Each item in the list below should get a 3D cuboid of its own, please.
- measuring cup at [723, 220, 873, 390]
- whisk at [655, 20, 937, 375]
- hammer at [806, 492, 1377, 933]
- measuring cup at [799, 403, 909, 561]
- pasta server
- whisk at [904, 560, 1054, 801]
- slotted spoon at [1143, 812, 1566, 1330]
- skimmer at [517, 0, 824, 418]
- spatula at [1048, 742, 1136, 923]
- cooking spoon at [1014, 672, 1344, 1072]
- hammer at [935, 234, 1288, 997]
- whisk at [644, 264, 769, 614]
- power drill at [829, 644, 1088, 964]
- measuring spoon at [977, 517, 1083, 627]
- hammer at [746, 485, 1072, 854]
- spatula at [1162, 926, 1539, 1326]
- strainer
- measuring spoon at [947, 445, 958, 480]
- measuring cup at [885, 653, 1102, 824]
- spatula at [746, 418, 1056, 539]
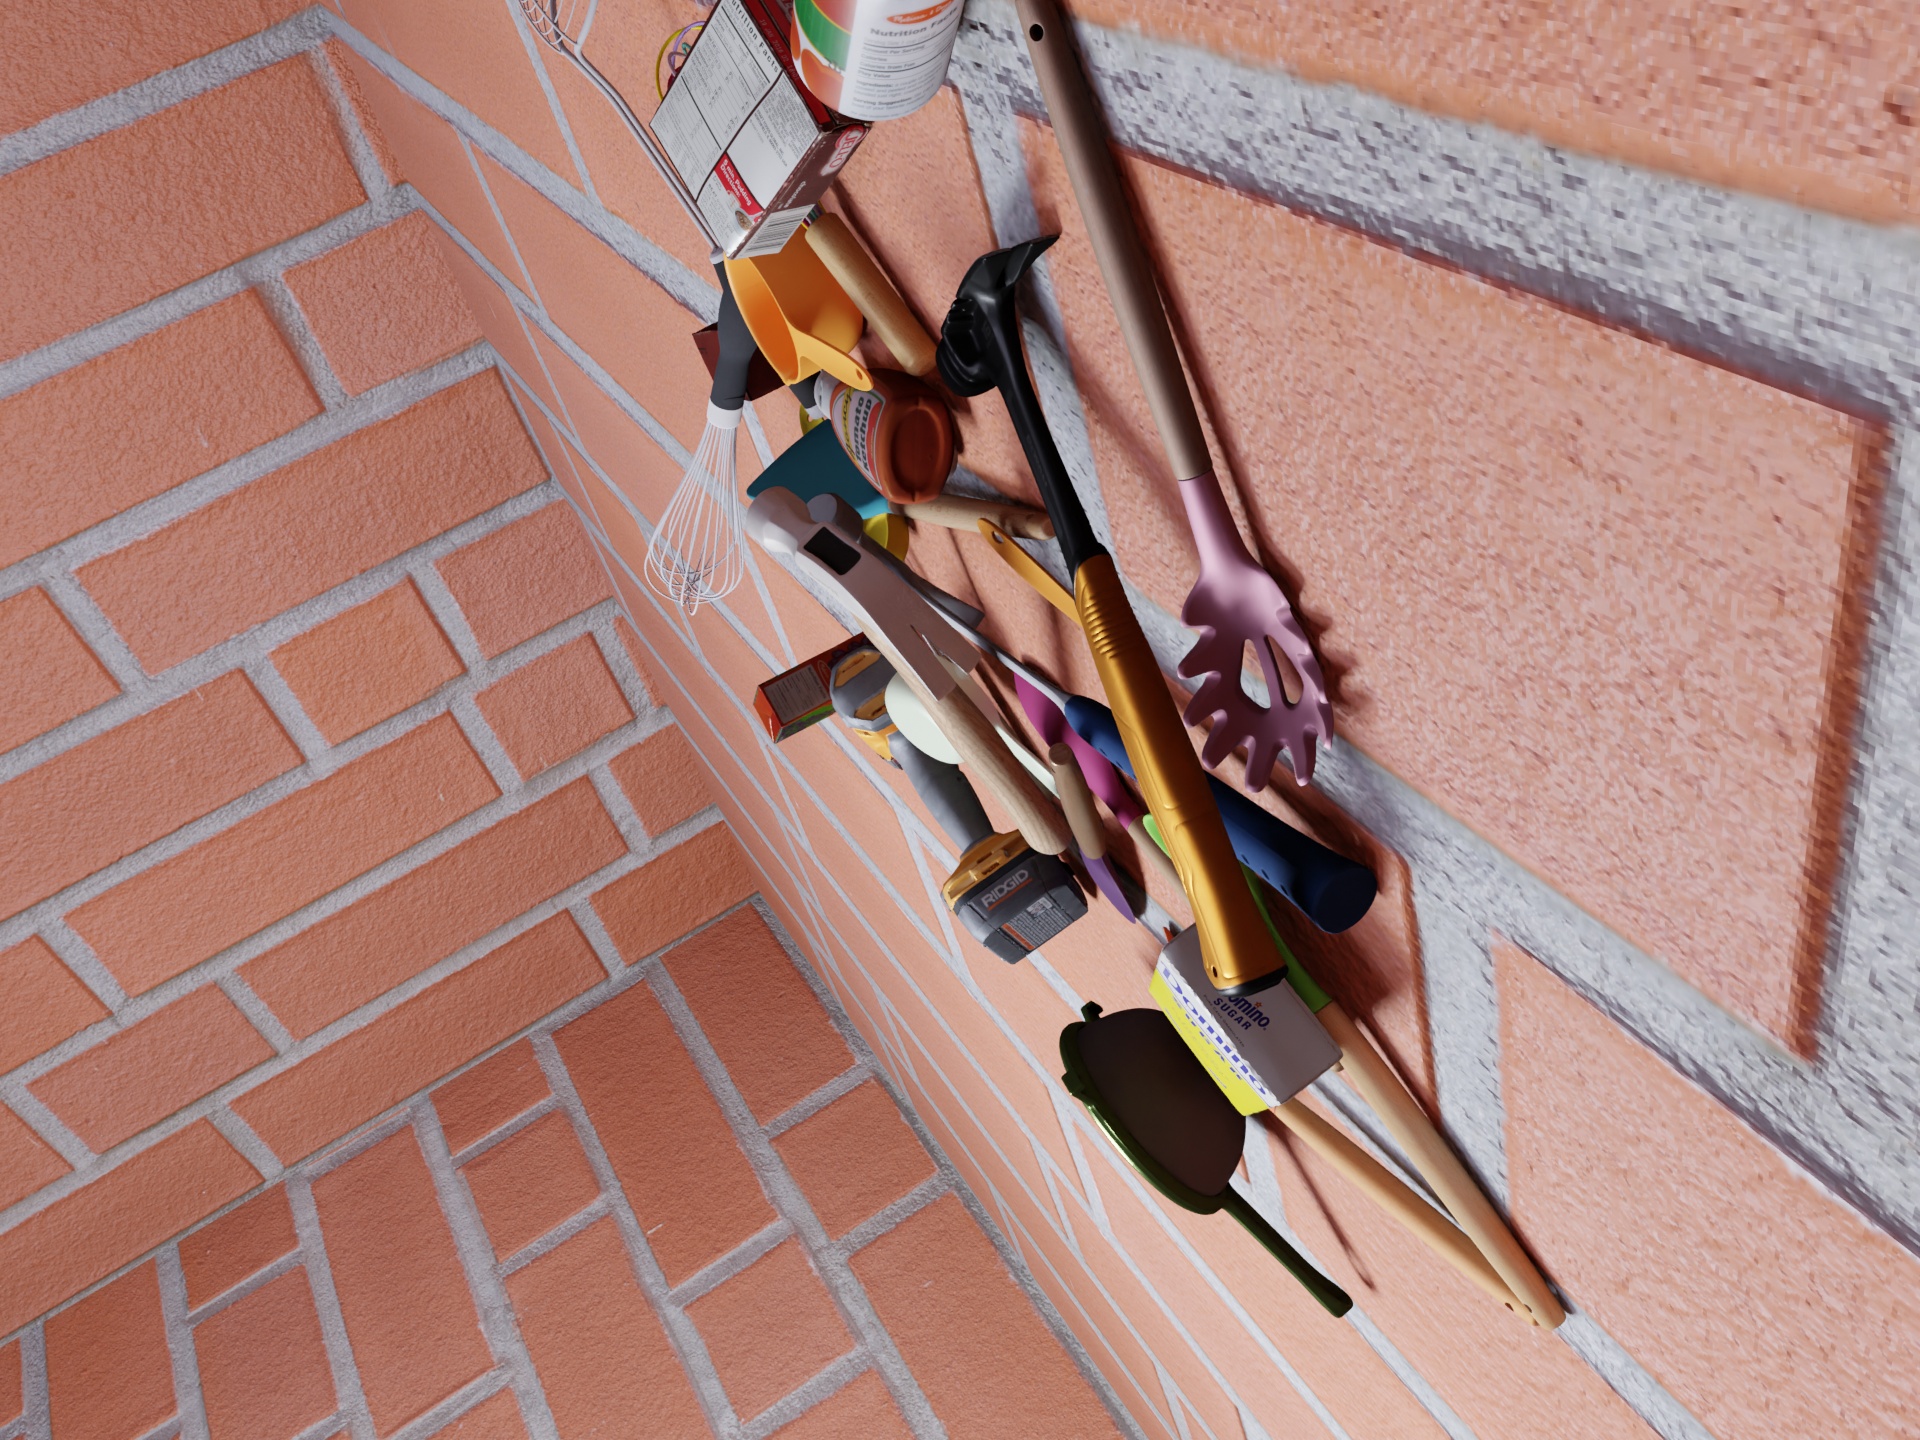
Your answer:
[{"bbox_3d":[-0.073,-0.227,0.896,0.174,0.052,0.095,42,158,46],"label":"measuring cup"},{"bbox_3d":[-0.091,-0.282,0.865,0.245,0.047,0.051,54,164,10],"label":"whisk"},{"bbox_3d":[0.060,-0.008,0.843,0.143,0.035,0.406,36,-179,-45],"label":"hammer"},{"bbox_3d":[-0.076,-0.160,1.088,0.029,0.062,0.157,11,-133,-45],"label":"measuring cup"},{"bbox_3d":[0.080,-0.117,0.610,0.060,0.040,0.316,-11,113,29],"label":"pasta server"},{"bbox_3d":[-0.015,-0.039,1.095,0.246,0.059,0.057,53,138,12],"label":"whisk"},{"bbox_3d":[0.198,0.166,0.801,0.314,0.031,0.070,54,169,14],"label":"slotted spoon"},{"bbox_3d":[-0.159,-0.357,0.979,0.363,0.090,0.127,55,165,-27],"label":"skimmer"},{"bbox_3d":[0.078,0.071,0.944,0.060,0.018,0.315,53,176,22],"label":"spatula"},{"bbox_3d":[0.117,0.077,0.917,0.319,0.017,0.068,51,165,34],"label":"cooking spoon"},{"bbox_3d":[0.070,-0.041,0.696,0.127,0.034,0.337,138,111,-76],"label":"hammer"},{"bbox_3d":[-0.160,-0.181,1.058,0.070,0.070,0.284,52,142,28],"label":"whisk"},{"bbox_3d":[-0.001,0.063,1.155,0.226,0.084,0.185,55,-178,23],"label":"power drill"},{"bbox_3d":[0.051,-0.070,0.825,0.117,0.011,0.021,44,157,20],"label":"measuring spoon"},{"bbox_3d":[-0.001,-0.003,0.890,0.130,0.031,0.331,39,172,36],"label":"hammer"},{"bbox_3d":[0.207,0.226,0.903,0.323,0.041,0.081,36,154,50],"label":"spatula"},{"bbox_3d":[0.175,0.275,1.026,0.256,0.069,0.151,45,-168,2],"label":"strainer"},{"bbox_3d":[-0.025,-0.162,0.939,0.124,0.018,0.034,-135,52,-64],"label":"measuring spoon"},{"bbox_3d":[0.019,0.024,1.029,0.167,0.038,0.083,41,158,6],"label":"measuring cup"},{"bbox_3d":[-0.033,-0.136,0.947,0.044,0.082,0.318,53,165,-27],"label":"spatula"}]
